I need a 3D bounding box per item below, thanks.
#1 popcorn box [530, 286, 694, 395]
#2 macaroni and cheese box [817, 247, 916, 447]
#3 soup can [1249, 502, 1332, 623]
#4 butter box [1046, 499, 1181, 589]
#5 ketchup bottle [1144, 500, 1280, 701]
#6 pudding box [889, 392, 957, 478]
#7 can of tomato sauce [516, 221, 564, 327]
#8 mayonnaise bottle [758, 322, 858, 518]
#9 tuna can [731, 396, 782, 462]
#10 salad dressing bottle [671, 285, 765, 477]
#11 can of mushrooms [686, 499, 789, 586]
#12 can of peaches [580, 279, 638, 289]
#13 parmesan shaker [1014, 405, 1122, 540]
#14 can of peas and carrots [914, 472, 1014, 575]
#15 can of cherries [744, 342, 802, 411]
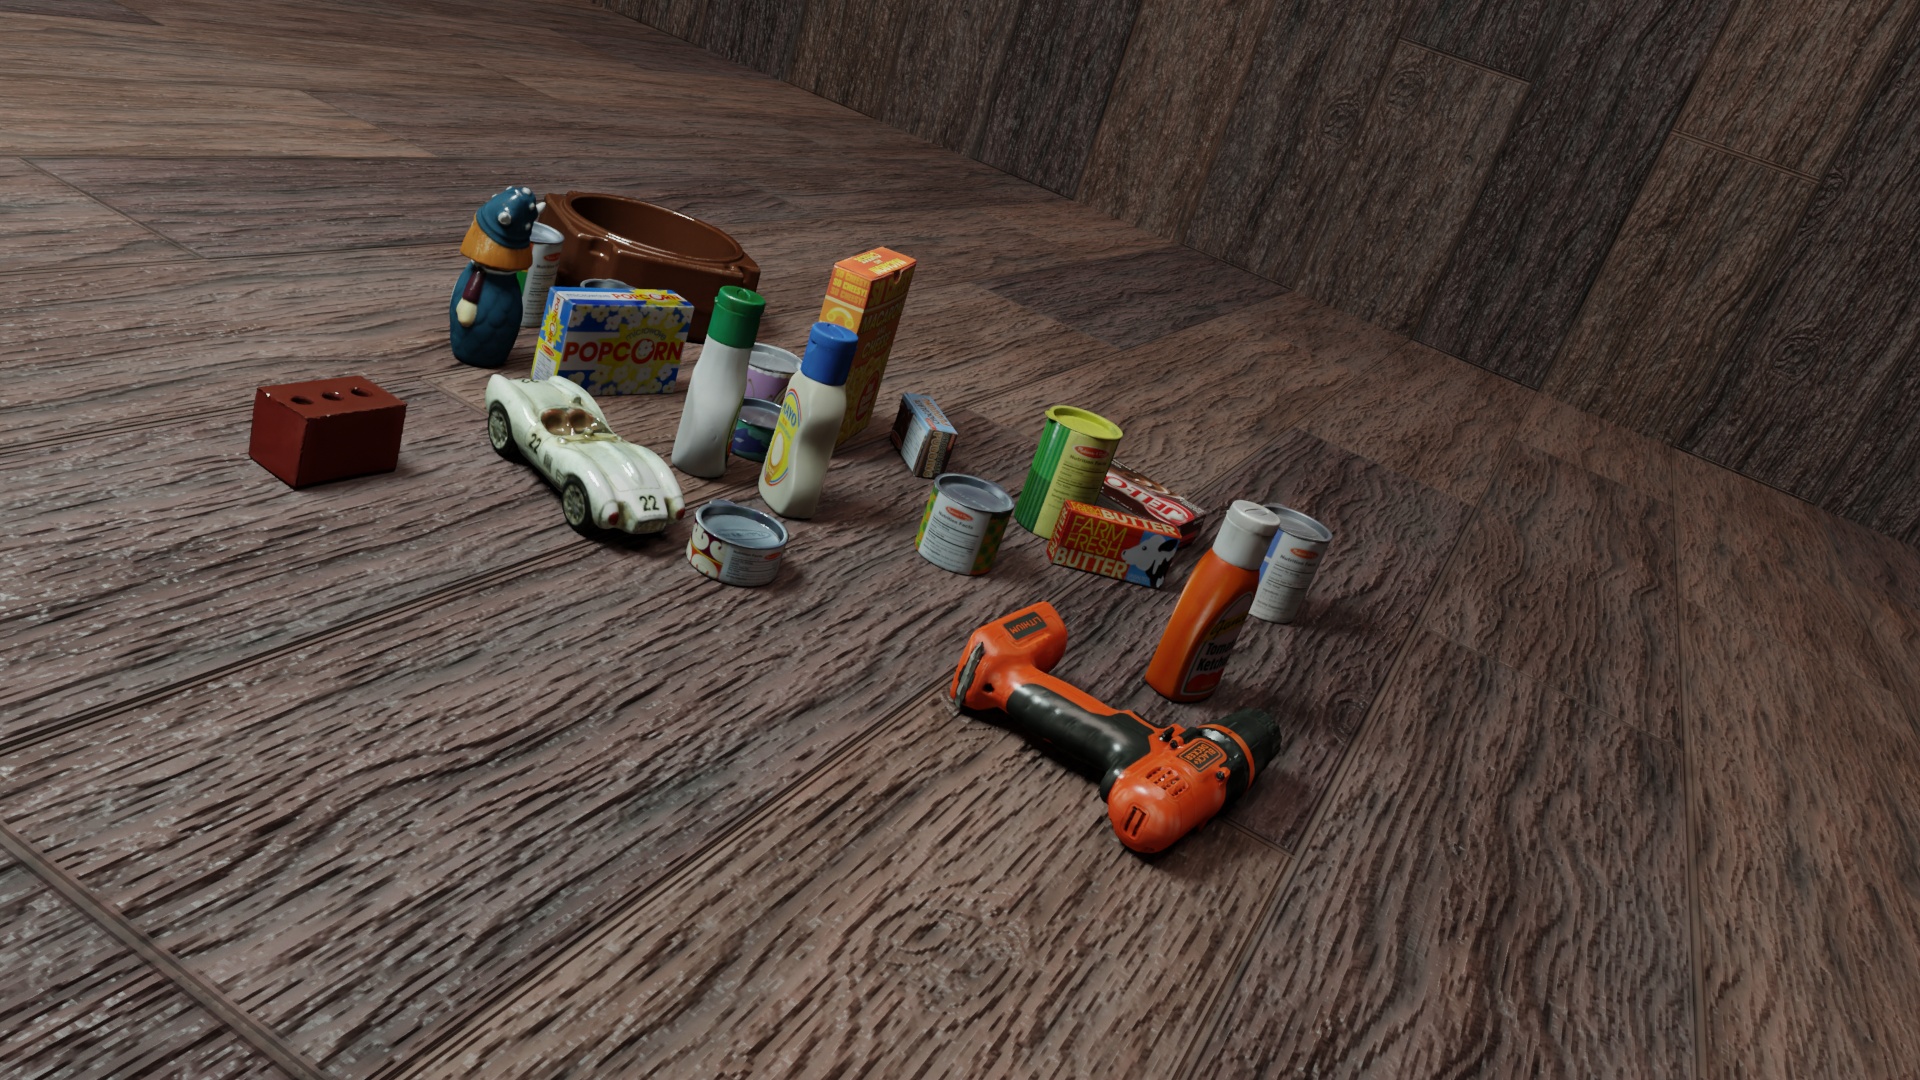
[{"bbox_3d":[-0.295,-0.169,1.181,0.038,0.085,0.127,35,27,32],"label":"popcorn box"},{"bbox_3d":[-0.095,-0.169,1.233,0.040,0.165,0.124,23,23,8],"label":"macaroni and cheese box"},{"bbox_3d":[0.275,0.019,1.207,0.071,0.083,0.071,16,23,-7],"label":"soup can"},{"bbox_3d":[0.129,0.003,1.167,0.103,0.053,0.024,14,23,-12],"label":"butter box"},{"bbox_3d":[0.184,0.044,0.998,0.065,0.148,0.043,-6,33,-45],"label":"ketchup bottle"},{"bbox_3d":[-0.035,-0.096,1.266,0.030,0.049,0.084,8,25,-25],"label":"pudding box"},{"bbox_3d":[-0.405,-0.246,1.270,0.071,0.082,0.071,16,23,-7],"label":"can of tomato sauce"},{"bbox_3d":[-0.117,-0.094,1.072,0.041,0.147,0.065,5,26,-30],"label":"mayonnaise bottle"},{"bbox_3d":[-0.169,-0.093,1.177,0.071,0.032,0.071,16,23,-7],"label":"tuna can"},{"bbox_3d":[-0.188,-0.123,1.082,0.044,0.147,0.064,13,23,-16],"label":"salad dressing bottle"},{"bbox_3d":[-0.157,0.001,0.974,0.071,0.033,0.071,16,23,-7],"label":"can of mushrooms"},{"bbox_3d":[-0.318,-0.200,1.266,0.071,0.057,0.071,16,23,-7],"label":"can of peaches"},{"bbox_3d":[0.090,-0.058,1.210,0.071,0.102,0.071,16,23,-7],"label":"parmesan shaker"},{"bbox_3d":[0.004,-0.014,1.101,0.071,0.058,0.071,16,23,-7],"label":"can of peas and carrots"},{"bbox_3d":[-0.175,-0.136,1.235,0.071,0.058,0.072,16,23,-7],"label":"can of cherries"}]
